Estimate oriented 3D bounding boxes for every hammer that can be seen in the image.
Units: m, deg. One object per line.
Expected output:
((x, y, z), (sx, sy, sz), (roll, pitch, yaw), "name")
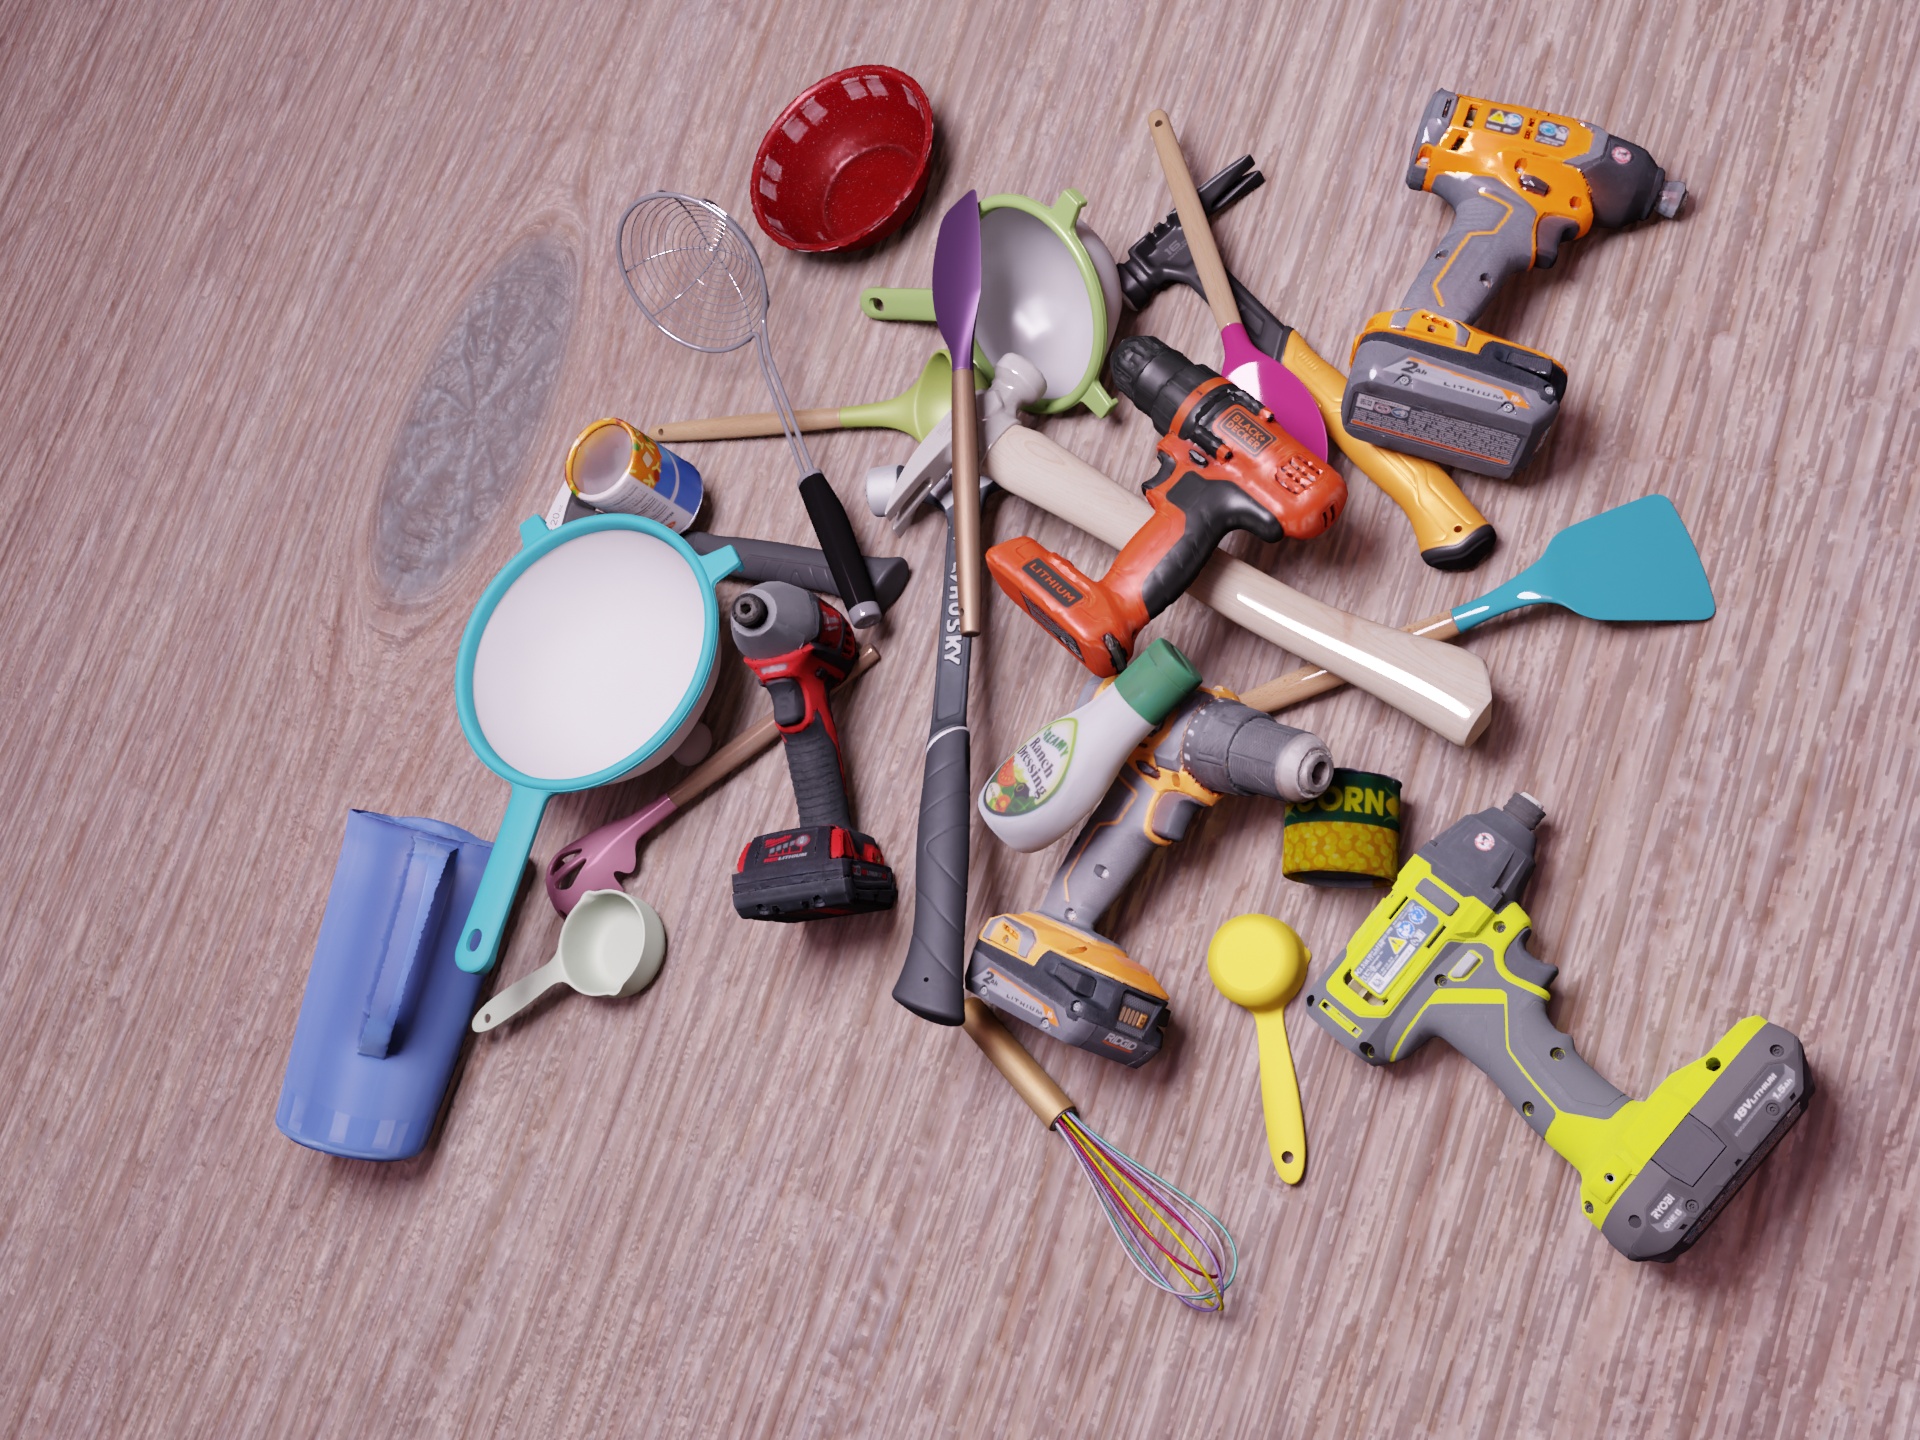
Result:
((-0.002, -0.003, 1.020), (0.149, 0.036, 0.409), (-5, 60, 14), "hammer")
((0.232, -0.226, 1.026), (0.127, 0.034, 0.337), (-40, 61, 12), "hammer")
((0.135, -0.092, 0.983), (0.411, 0.038, 0.146), (34, 80, 29), "hammer")
((-0.185, -0.132, 1.208), (0.335, 0.035, 0.146), (12, 80, 29), "hammer")

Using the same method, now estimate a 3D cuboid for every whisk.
((0.076, 0.251, 0.949), (0.051, 0.047, 0.245), (-49, 56, 7), "whisk")

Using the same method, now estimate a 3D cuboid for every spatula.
((0.276, -0.045, 0.954), (0.317, 0.044, 0.082), (-23, 66, 24), "spatula")
((0.001, -0.202, 1.038), (0.060, 0.018, 0.316), (-27, 59, 52), "spatula")

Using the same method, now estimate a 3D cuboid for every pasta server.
((-0.184, 0.043, 1.159), (0.316, 0.040, 0.060), (-36, 61, 8), "pasta server")

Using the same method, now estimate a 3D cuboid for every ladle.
((-0.116, -0.227, 1.192), (0.320, 0.062, 0.078), (2, 94, 30), "ladle")

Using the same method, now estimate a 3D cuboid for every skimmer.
((-0.153, -0.221, 1.144), (0.127, 0.090, 0.364), (-47, 58, 47), "skimmer")

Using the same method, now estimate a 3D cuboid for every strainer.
((0.028, -0.304, 1.139), (0.069, 0.151, 0.256), (-30, 30, -32), "strainer")
((-0.271, 0.023, 1.142), (0.211, 0.095, 0.340), (11, 76, 24), "strainer")

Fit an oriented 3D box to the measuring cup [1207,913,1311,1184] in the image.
((0.178, 0.188, 0.923), (0.062, 0.029, 0.157), (-14, 66, 23), "measuring cup")

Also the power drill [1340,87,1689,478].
((0.330, -0.264, 0.948), (0.164, 0.084, 0.226), (18, 74, 12), "power drill")

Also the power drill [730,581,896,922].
((-0.106, 0.018, 1.046), (0.078, 0.143, 0.220), (-10, 78, 13), "power drill")

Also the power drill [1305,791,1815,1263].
((0.317, 0.155, 0.838), (0.223, 0.080, 0.171), (40, 94, 34), "power drill")

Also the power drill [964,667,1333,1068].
((0.112, 0.084, 0.935), (0.185, 0.084, 0.226), (17, 82, 52), "power drill")

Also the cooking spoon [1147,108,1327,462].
((0.171, -0.277, 1.043), (0.069, 0.017, 0.319), (-23, 66, 21), "cooking spoon")

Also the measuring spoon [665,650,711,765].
((-0.214, -0.024, 1.198), (0.034, 0.018, 0.124), (-25, 64, 18), "measuring spoon")

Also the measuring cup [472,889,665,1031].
((-0.284, 0.186, 1.157), (0.167, 0.038, 0.083), (-33, 62, 17), "measuring cup")
